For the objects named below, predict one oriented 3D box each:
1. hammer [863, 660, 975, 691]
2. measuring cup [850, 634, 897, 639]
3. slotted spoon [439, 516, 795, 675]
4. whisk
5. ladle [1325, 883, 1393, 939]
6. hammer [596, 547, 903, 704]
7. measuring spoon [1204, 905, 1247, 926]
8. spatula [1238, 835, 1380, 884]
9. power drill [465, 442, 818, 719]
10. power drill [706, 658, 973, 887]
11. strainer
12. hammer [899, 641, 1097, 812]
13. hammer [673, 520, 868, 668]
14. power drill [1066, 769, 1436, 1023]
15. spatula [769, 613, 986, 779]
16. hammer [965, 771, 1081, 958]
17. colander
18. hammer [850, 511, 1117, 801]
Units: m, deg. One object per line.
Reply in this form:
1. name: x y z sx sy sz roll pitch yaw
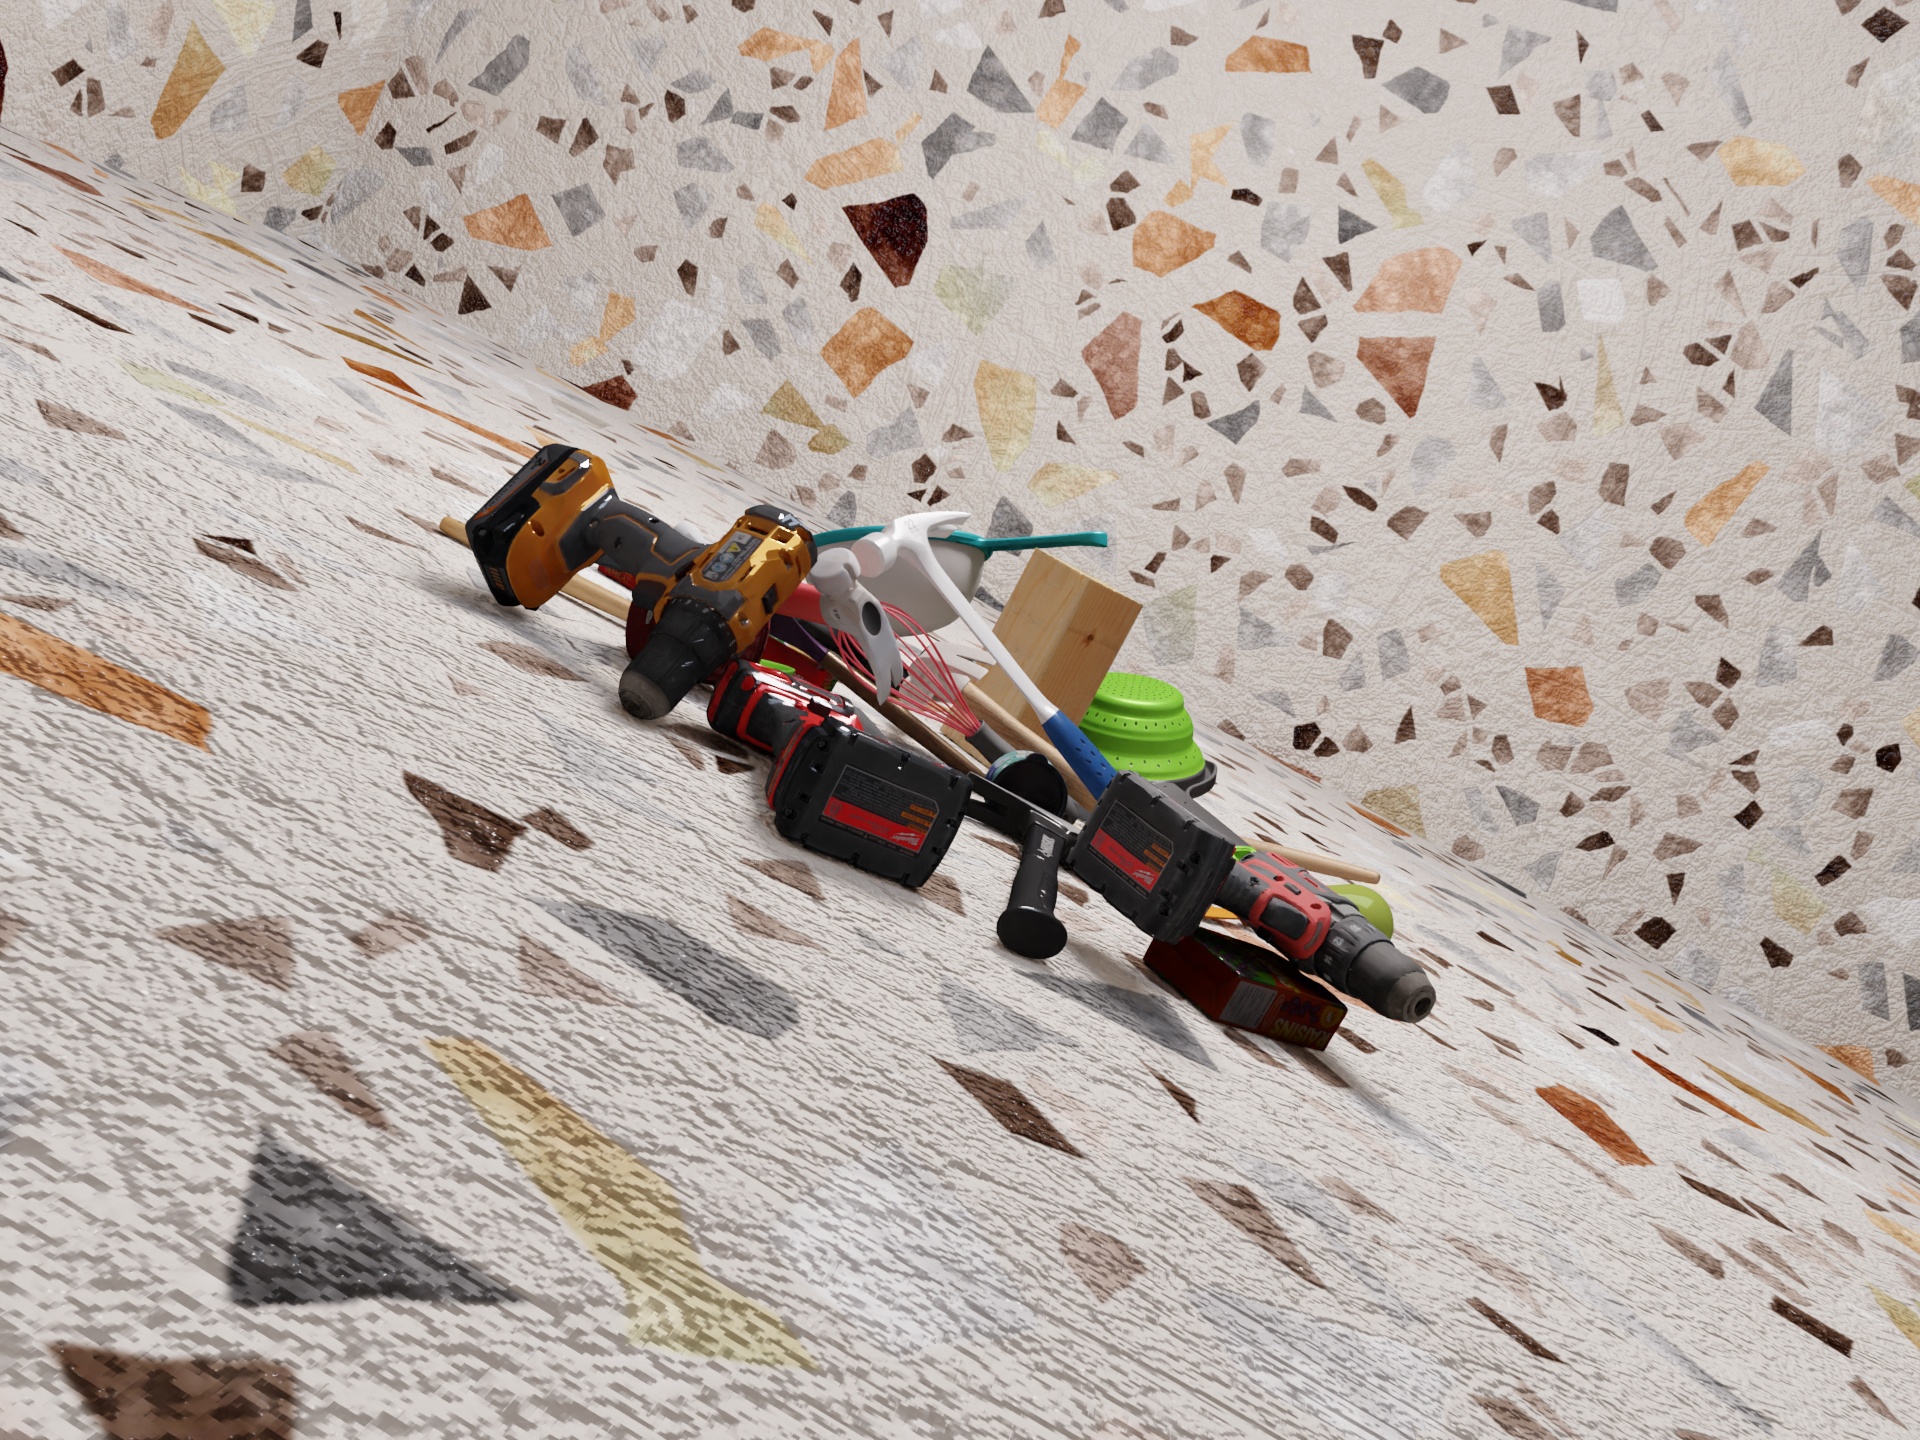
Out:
1. hammer: -0.008 -0.041 1.827 0.149 0.036 0.408 30 9 21
2. measuring cup: -0.138 -0.120 1.837 0.095 0.052 0.174 20 9 -41
3. slotted spoon: -0.285 -0.095 1.313 0.313 0.031 0.070 25 7 -2
4. whisk: -0.002 -0.004 1.378 0.295 0.073 0.073 43 4 -18
5. ladle: 0.292 0.165 1.557 0.320 0.062 0.078 17 11 -22
6. hammer: -0.216 -0.112 1.348 0.386 0.038 0.143 16 -35 35
7. measuring spoon: 0.224 0.171 1.380 0.116 0.011 0.021 13 16 -48
8. spatula: 0.269 0.111 1.593 0.318 0.044 0.082 13 6 34
9. power drill: -0.240 -0.098 1.124 0.226 0.185 0.084 20 -35 21
10. power drill: -0.081 0.027 1.066 0.143 0.078 0.220 24 6 -26
11. strainer: -0.011 -0.140 1.650 0.340 0.095 0.211 -2 -6 22
12. hammer: 0.091 0.044 1.431 0.331 0.031 0.130 38 -28 2
13. hammer: -0.160 -0.104 1.552 0.128 0.033 0.330 36 1 22
14. power drill: 0.203 0.128 1.082 0.226 0.080 0.188 25 8 -36
15. spatula: -0.100 -0.039 1.389 0.316 0.018 0.059 38 -32 -7
16. hammer: 0.050 0.106 1.129 0.146 0.035 0.335 29 9 1
17. colander: 0.203 0.035 1.603 0.204 0.094 0.397 -1 20 -22
18. hammer: 0.073 -0.014 1.358 0.405 0.035 0.144 51 38 1
